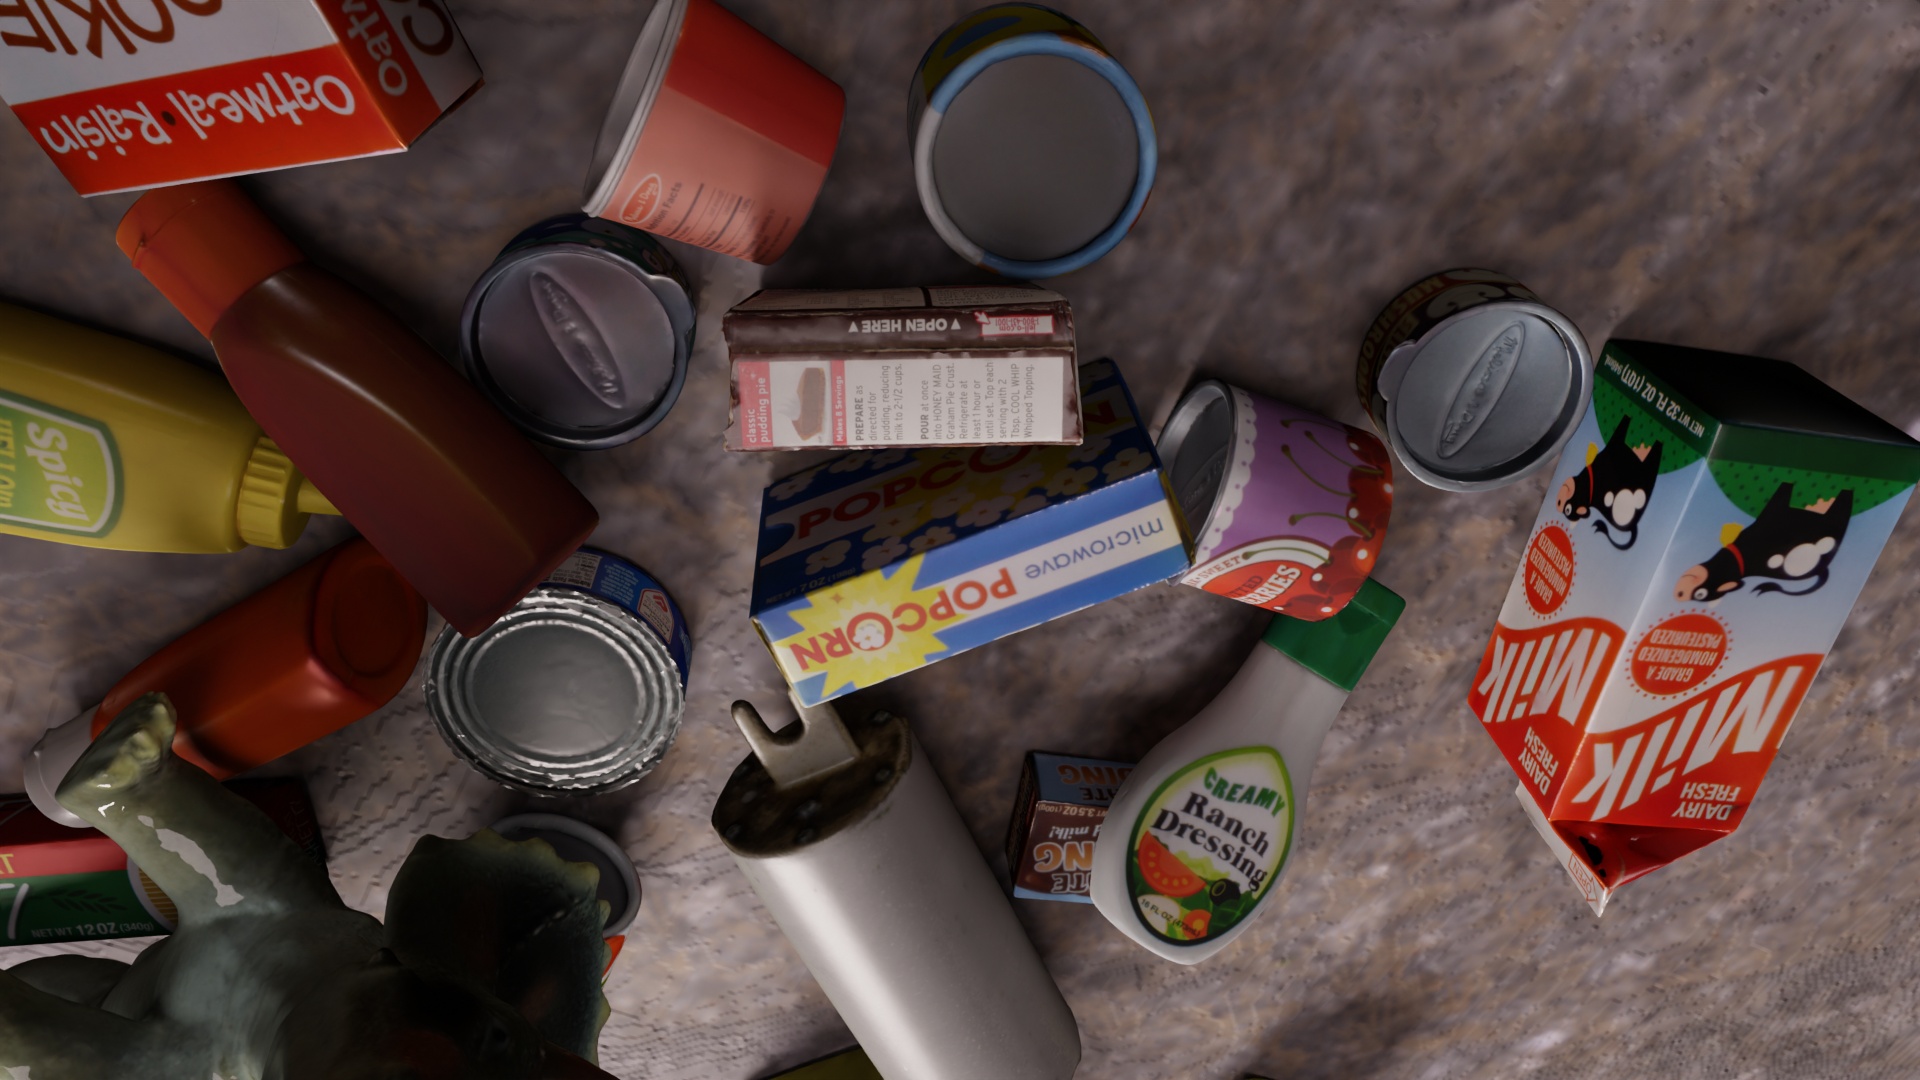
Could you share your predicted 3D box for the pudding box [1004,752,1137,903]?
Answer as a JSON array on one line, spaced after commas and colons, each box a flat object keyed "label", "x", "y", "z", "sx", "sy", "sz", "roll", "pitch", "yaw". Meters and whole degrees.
[{"label": "pudding box", "x": 0.062, "y": 0.113, "z": 0.533, "sx": 0.084, "sy": 0.030, "sz": 0.049, "roll": 8, "pitch": 118, "yaw": -8}]

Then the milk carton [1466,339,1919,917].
[{"label": "milk carton", "x": 0.238, "y": 0.035, "z": 0.480, "sx": 0.073, "sy": 0.072, "sz": 0.189, "roll": 6, "pitch": 118, "yaw": -8}]

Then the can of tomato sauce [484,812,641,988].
[{"label": "can of tomato sauce", "x": -0.162, "y": 0.155, "z": 0.516, "sx": 0.071, "sy": 0.071, "sz": 0.082, "roll": 20, "pitch": 115, "yaw": -15}]

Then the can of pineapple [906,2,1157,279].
[{"label": "can of pineapple", "x": 0.020, "y": -0.113, "z": 0.391, "sx": 0.071, "sy": 0.058, "sz": 0.070, "roll": -2, "pitch": 119, "yaw": -4}]

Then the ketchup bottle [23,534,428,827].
[{"label": "ketchup bottle", "x": -0.247, "y": 0.053, "z": 0.460, "sx": 0.148, "sy": 0.065, "sz": 0.043, "roll": -25, "pitch": 128, "yaw": 19}]

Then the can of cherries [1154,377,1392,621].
[{"label": "can of cherries", "x": 0.096, "y": -0.010, "z": 0.446, "sx": 0.058, "sy": 0.072, "sz": 0.071, "roll": 17, "pitch": 116, "yaw": -14}]

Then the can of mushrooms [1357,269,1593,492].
[{"label": "can of mushrooms", "x": 0.163, "y": -0.053, "z": 0.449, "sx": 0.071, "sy": 0.033, "sz": 0.070, "roll": -2, "pitch": 119, "yaw": -3}]

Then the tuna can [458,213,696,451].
[{"label": "tuna can", "x": -0.112, "y": -0.065, "z": 0.421, "sx": 0.071, "sy": 0.033, "sz": 0.070, "roll": -2, "pitch": 119, "yaw": -3}]

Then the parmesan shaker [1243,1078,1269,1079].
[{"label": "parmesan shaker", "x": 0.123, "y": 0.302, "z": 0.617, "sx": 0.071, "sy": 0.071, "sz": 0.102, "roll": 20, "pitch": 115, "yaw": -14}]

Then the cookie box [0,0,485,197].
[{"label": "cookie box", "x": -0.203, "y": -0.164, "z": 0.314, "sx": 0.123, "sy": 0.040, "sz": 0.166, "roll": 1, "pitch": 135, "yaw": 26}]

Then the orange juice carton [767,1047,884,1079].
[{"label": "orange juice carton", "x": -0.025, "y": 0.318, "z": 0.614, "sx": 0.073, "sy": 0.072, "sz": 0.192, "roll": -22, "pitch": 118, "yaw": 9}]

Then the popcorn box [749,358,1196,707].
[{"label": "popcorn box", "x": 0.002, "y": -0.005, "z": 0.432, "sx": 0.127, "sy": 0.085, "sz": 0.038, "roll": -20, "pitch": 119, "yaw": 6}]

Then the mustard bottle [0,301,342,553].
[{"label": "mustard bottle", "x": -0.251, "y": -0.028, "z": 0.421, "sx": 0.160, "sy": 0.049, "sz": 0.065, "roll": 13, "pitch": 118, "yaw": -11}]

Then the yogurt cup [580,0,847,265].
[{"label": "yogurt cup", "x": -0.067, "y": -0.111, "z": 0.383, "sx": 0.054, "sy": 0.073, "sz": 0.072, "roll": 21, "pitch": 115, "yaw": -24}]

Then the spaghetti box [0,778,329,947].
[{"label": "spaghetti box", "x": -0.366, "y": 0.122, "z": 0.505, "sx": 0.250, "sy": 0.029, "sz": 0.050, "roll": -3, "pitch": 119, "yaw": -3}]

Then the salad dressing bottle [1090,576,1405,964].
[{"label": "salad dressing bottle", "x": 0.101, "y": 0.074, "z": 0.487, "sx": 0.064, "sy": 0.044, "sz": 0.147, "roll": 31, "pitch": 93, "yaw": -3}]

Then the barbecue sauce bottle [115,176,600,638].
[{"label": "barbecue sauce bottle", "x": -0.176, "y": -0.041, "z": 0.404, "sx": 0.148, "sy": 0.044, "sz": 0.064, "roll": 48, "pitch": 132, "yaw": -8}]
